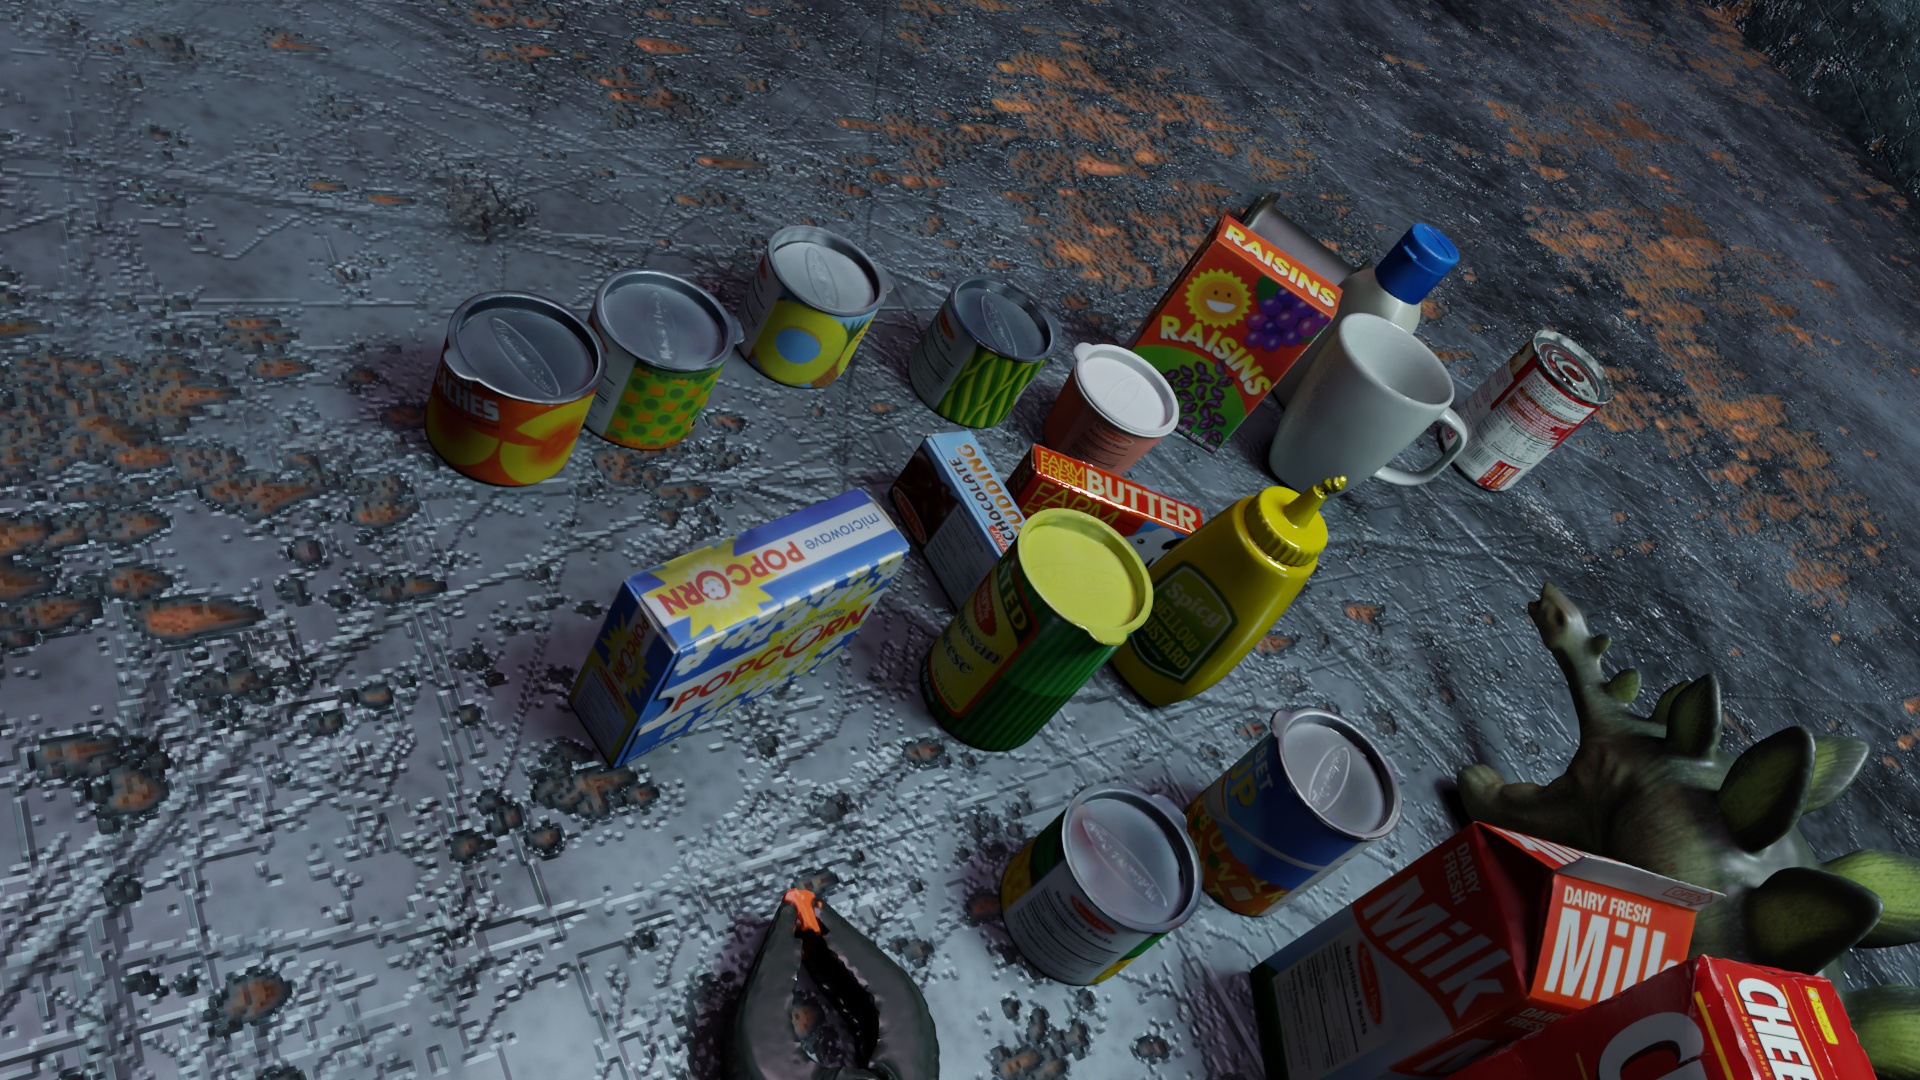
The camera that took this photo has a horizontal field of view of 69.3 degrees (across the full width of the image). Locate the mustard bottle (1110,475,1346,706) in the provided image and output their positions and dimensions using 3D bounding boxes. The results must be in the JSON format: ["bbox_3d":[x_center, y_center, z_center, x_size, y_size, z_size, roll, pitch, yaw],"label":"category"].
[{"bbox_3d":[0.130,0.018,0.671,0.049,0.159,0.065,-26,70,-45],"label":"mustard bottle"}]

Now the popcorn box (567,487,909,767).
[{"bbox_3d":[-0.089,0.034,0.569,0.127,0.084,0.038,-25,69,-44],"label":"popcorn box"}]

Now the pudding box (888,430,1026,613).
[{"bbox_3d":[0.002,-0.009,0.693,0.030,0.049,0.084,-11,60,-39],"label":"pudding box"}]

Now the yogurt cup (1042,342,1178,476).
[{"bbox_3d":[0.083,-0.070,0.798,0.072,0.053,0.073,18,45,-19],"label":"yogurt cup"}]

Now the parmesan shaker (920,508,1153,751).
[{"bbox_3d":[0.032,0.045,0.624,0.071,0.102,0.072,18,45,-19],"label":"parmesan shaker"}]

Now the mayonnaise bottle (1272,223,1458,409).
[{"bbox_3d":[0.263,-0.141,0.910,0.041,0.147,0.065,-7,57,-38],"label":"mayonnaise bottle"}]

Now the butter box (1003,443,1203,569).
[{"bbox_3d":[0.072,-0.010,0.737,0.103,0.052,0.024,21,44,-17],"label":"butter box"}]

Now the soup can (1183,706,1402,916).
[{"bbox_3d":[0.149,0.125,0.643,0.071,0.083,0.072,18,45,-19],"label":"soup can"}]

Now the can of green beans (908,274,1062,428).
[{"bbox_3d":[0.012,-0.105,0.780,0.071,0.057,0.071,18,45,-19],"label":"can of green beans"}]

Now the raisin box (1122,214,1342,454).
[{"bbox_3d":[0.158,-0.123,0.843,0.086,0.122,0.040,33,42,-3],"label":"raisin box"}]

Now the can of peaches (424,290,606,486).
[{"bbox_3d":[-0.197,-0.065,0.607,0.071,0.057,0.071,18,45,-19],"label":"can of peaches"}]

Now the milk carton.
[{"bbox_3d":[0.205,0.175,0.555,0.072,0.189,0.074,17,45,-20],"label":"milk carton"}]

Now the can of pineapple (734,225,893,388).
[{"bbox_3d":[-0.079,-0.122,0.736,0.071,0.057,0.071,18,45,-19],"label":"can of pineapple"}]

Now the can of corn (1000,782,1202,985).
[{"bbox_3d":[0.060,0.144,0.586,0.071,0.058,0.071,18,45,-19],"label":"can of corn"}]

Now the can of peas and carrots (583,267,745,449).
[{"bbox_3d":[-0.145,-0.085,0.658,0.071,0.058,0.071,18,45,-19],"label":"can of peas and carrots"}]
